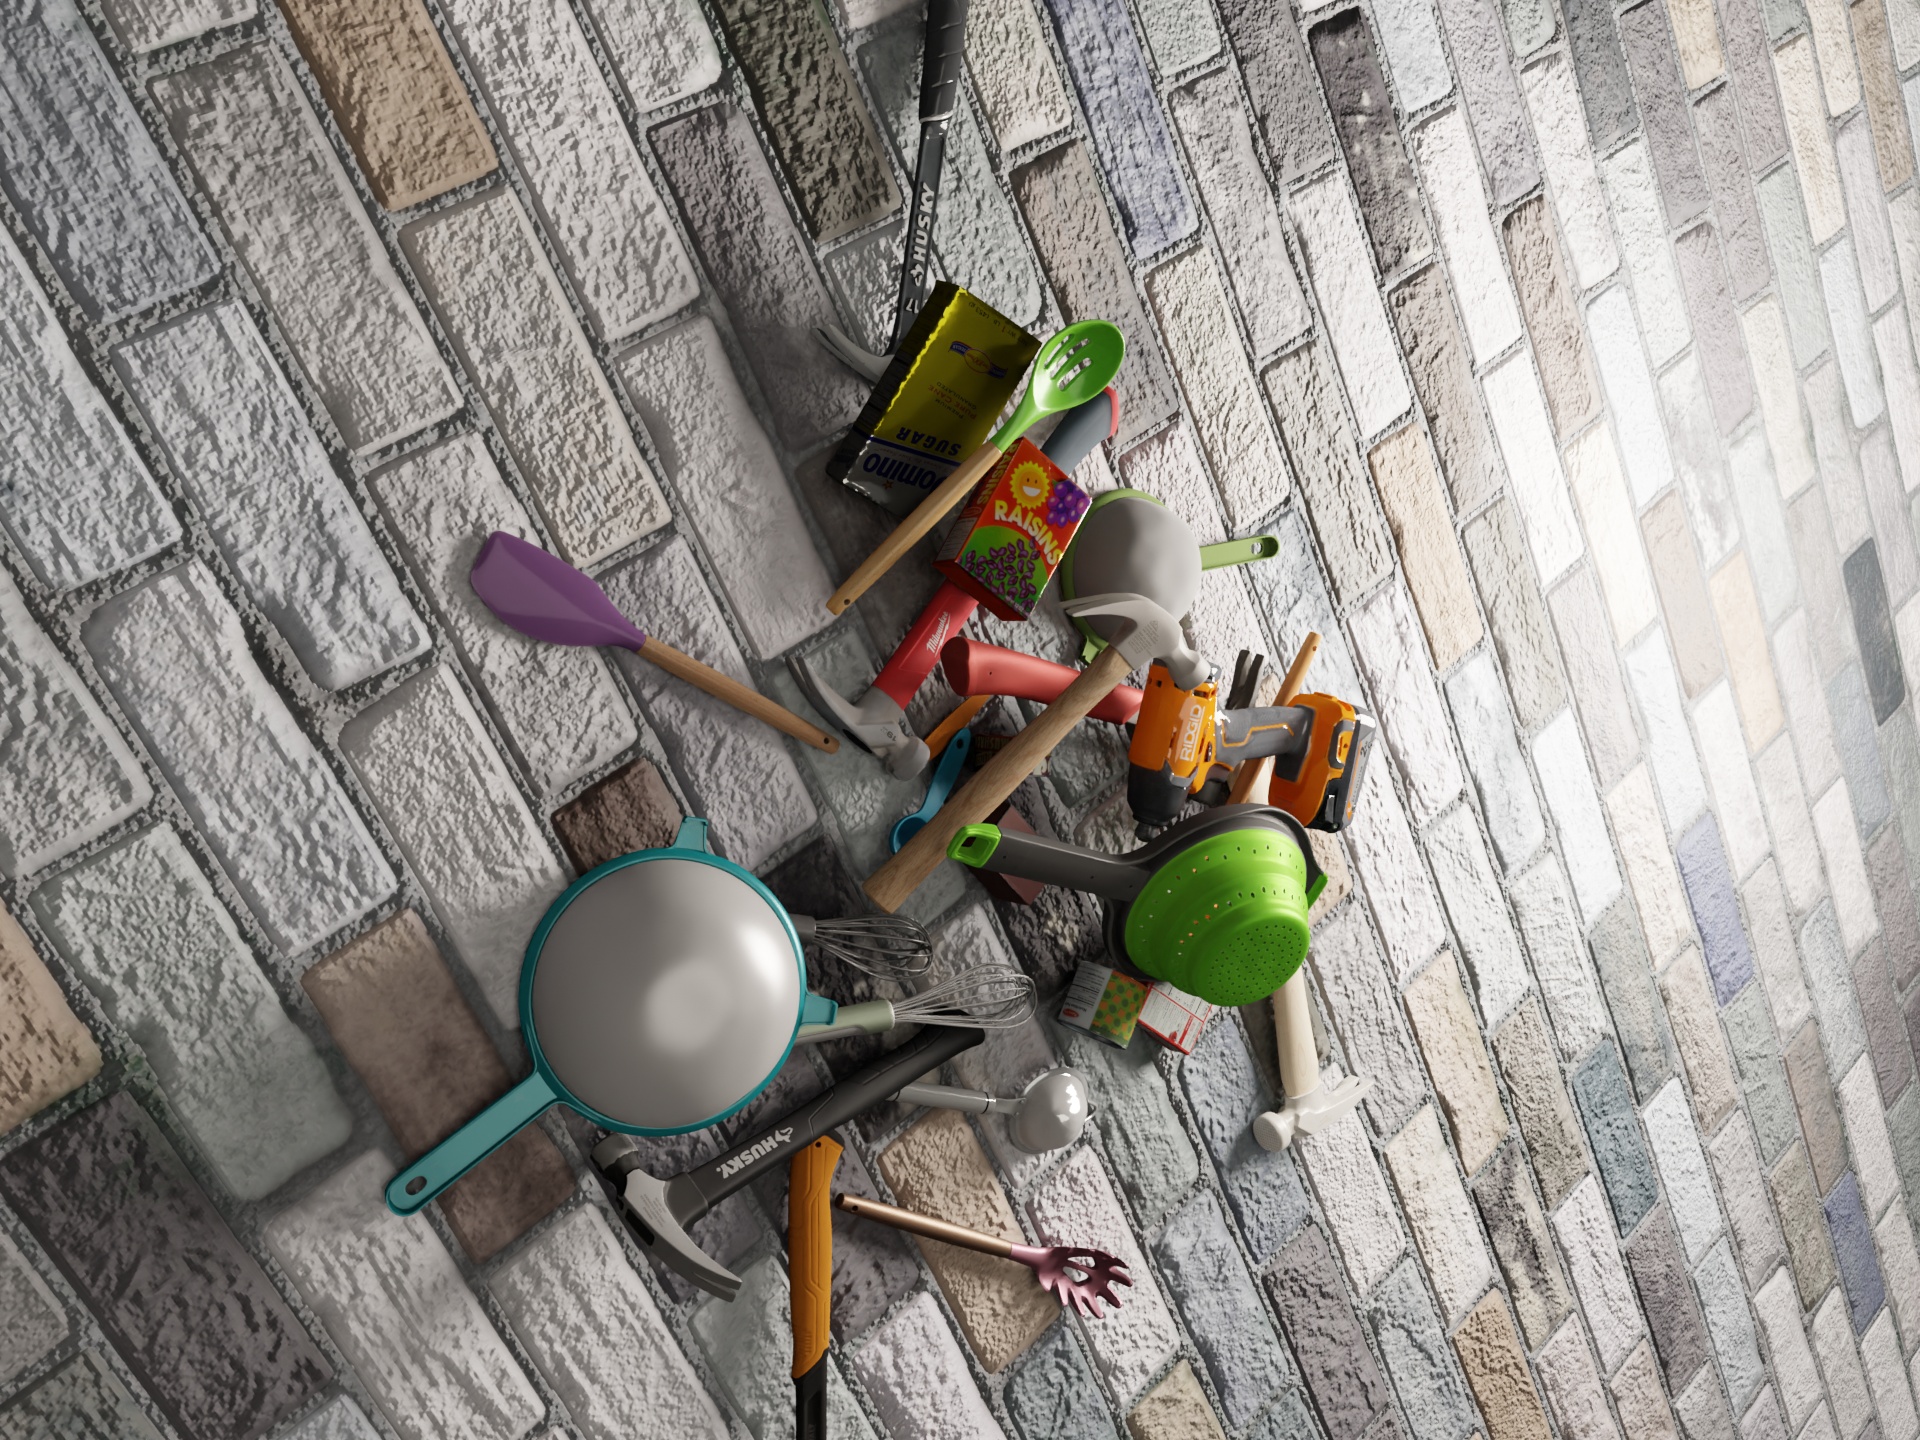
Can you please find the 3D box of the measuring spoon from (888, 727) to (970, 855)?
[{"bbox_3d":[-0.026,0.061,1.320,0.042,0.021,0.129,40,67,-33],"label":"measuring spoon"}]

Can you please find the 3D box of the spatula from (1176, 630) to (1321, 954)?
[{"bbox_3d":[0.267,0.067,1.473,0.081,0.041,0.322,26,89,-35],"label":"spatula"}]

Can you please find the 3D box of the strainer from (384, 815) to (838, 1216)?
[{"bbox_3d":[-0.249,0.233,1.110,0.340,0.095,0.211,-37,100,-20],"label":"strainer"}]

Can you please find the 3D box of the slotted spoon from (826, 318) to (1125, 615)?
[{"bbox_3d":[0.008,-0.198,1.246,0.314,0.031,0.070,-45,133,-1],"label":"slotted spoon"}]

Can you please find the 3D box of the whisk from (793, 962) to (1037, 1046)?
[{"bbox_3d":[-0.051,0.236,1.280,0.246,0.057,0.059,-7,56,-22],"label":"whisk"}]

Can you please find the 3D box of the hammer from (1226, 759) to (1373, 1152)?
[{"bbox_3d":[0.320,0.208,1.559,0.146,0.038,0.410,-19,104,-34],"label":"hammer"}]

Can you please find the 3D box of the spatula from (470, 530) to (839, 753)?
[{"bbox_3d":[-0.217,-0.044,1.179,0.315,0.018,0.060,29,78,-31],"label":"spatula"}]

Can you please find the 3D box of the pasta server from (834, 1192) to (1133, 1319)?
[{"bbox_3d":[0.023,0.454,1.370,0.316,0.040,0.060,28,90,-32],"label":"pasta server"}]

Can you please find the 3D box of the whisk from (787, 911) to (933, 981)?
[{"bbox_3d":[-0.121,0.168,1.247,0.238,0.055,0.055,14,86,-30],"label":"whisk"}]

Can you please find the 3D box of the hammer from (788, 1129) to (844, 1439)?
[{"bbox_3d":[-0.127,0.487,1.263,0.127,0.034,0.337,1,90,-22],"label":"hammer"}]

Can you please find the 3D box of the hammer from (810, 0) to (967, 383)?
[{"bbox_3d":[-0.027,-0.464,1.270,0.149,0.036,0.409,8,89,-34],"label":"hammer"}]

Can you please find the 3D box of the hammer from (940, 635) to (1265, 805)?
[{"bbox_3d":[0.128,-0.026,1.374,0.358,0.037,0.149,15,94,-41],"label":"hammer"}]

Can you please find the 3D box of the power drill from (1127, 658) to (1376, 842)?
[{"bbox_3d":[0.246,0.038,1.398,0.226,0.084,0.164,11,95,-29],"label":"power drill"}]

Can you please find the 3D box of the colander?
[{"bbox_3d":[0.166,0.159,1.324,0.396,0.095,0.204,16,118,-33],"label":"colander"}]

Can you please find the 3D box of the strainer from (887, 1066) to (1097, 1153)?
[{"bbox_3d":[0.028,0.332,1.365,0.258,0.050,0.087,17,98,-31],"label":"strainer"}]

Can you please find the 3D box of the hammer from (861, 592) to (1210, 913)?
[{"bbox_3d":[0.047,0.027,1.277,0.331,0.031,0.130,-44,116,-1],"label":"hammer"}]

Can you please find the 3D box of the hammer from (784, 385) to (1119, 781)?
[{"bbox_3d":[0.011,-0.144,1.318,0.143,0.038,0.386,44,70,-27],"label":"hammer"}]

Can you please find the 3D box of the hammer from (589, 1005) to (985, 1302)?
[{"bbox_3d":[-0.107,0.313,1.237,0.335,0.146,0.035,-24,151,-38],"label":"hammer"}]

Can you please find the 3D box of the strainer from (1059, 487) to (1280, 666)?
[{"bbox_3d":[0.209,-0.141,1.435,0.256,0.069,0.151,-13,101,-32],"label":"strainer"}]

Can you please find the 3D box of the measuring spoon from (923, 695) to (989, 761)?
[{"bbox_3d":[-0.002,-0.004,1.337,0.117,0.011,0.021,-46,127,-19],"label":"measuring spoon"}]
